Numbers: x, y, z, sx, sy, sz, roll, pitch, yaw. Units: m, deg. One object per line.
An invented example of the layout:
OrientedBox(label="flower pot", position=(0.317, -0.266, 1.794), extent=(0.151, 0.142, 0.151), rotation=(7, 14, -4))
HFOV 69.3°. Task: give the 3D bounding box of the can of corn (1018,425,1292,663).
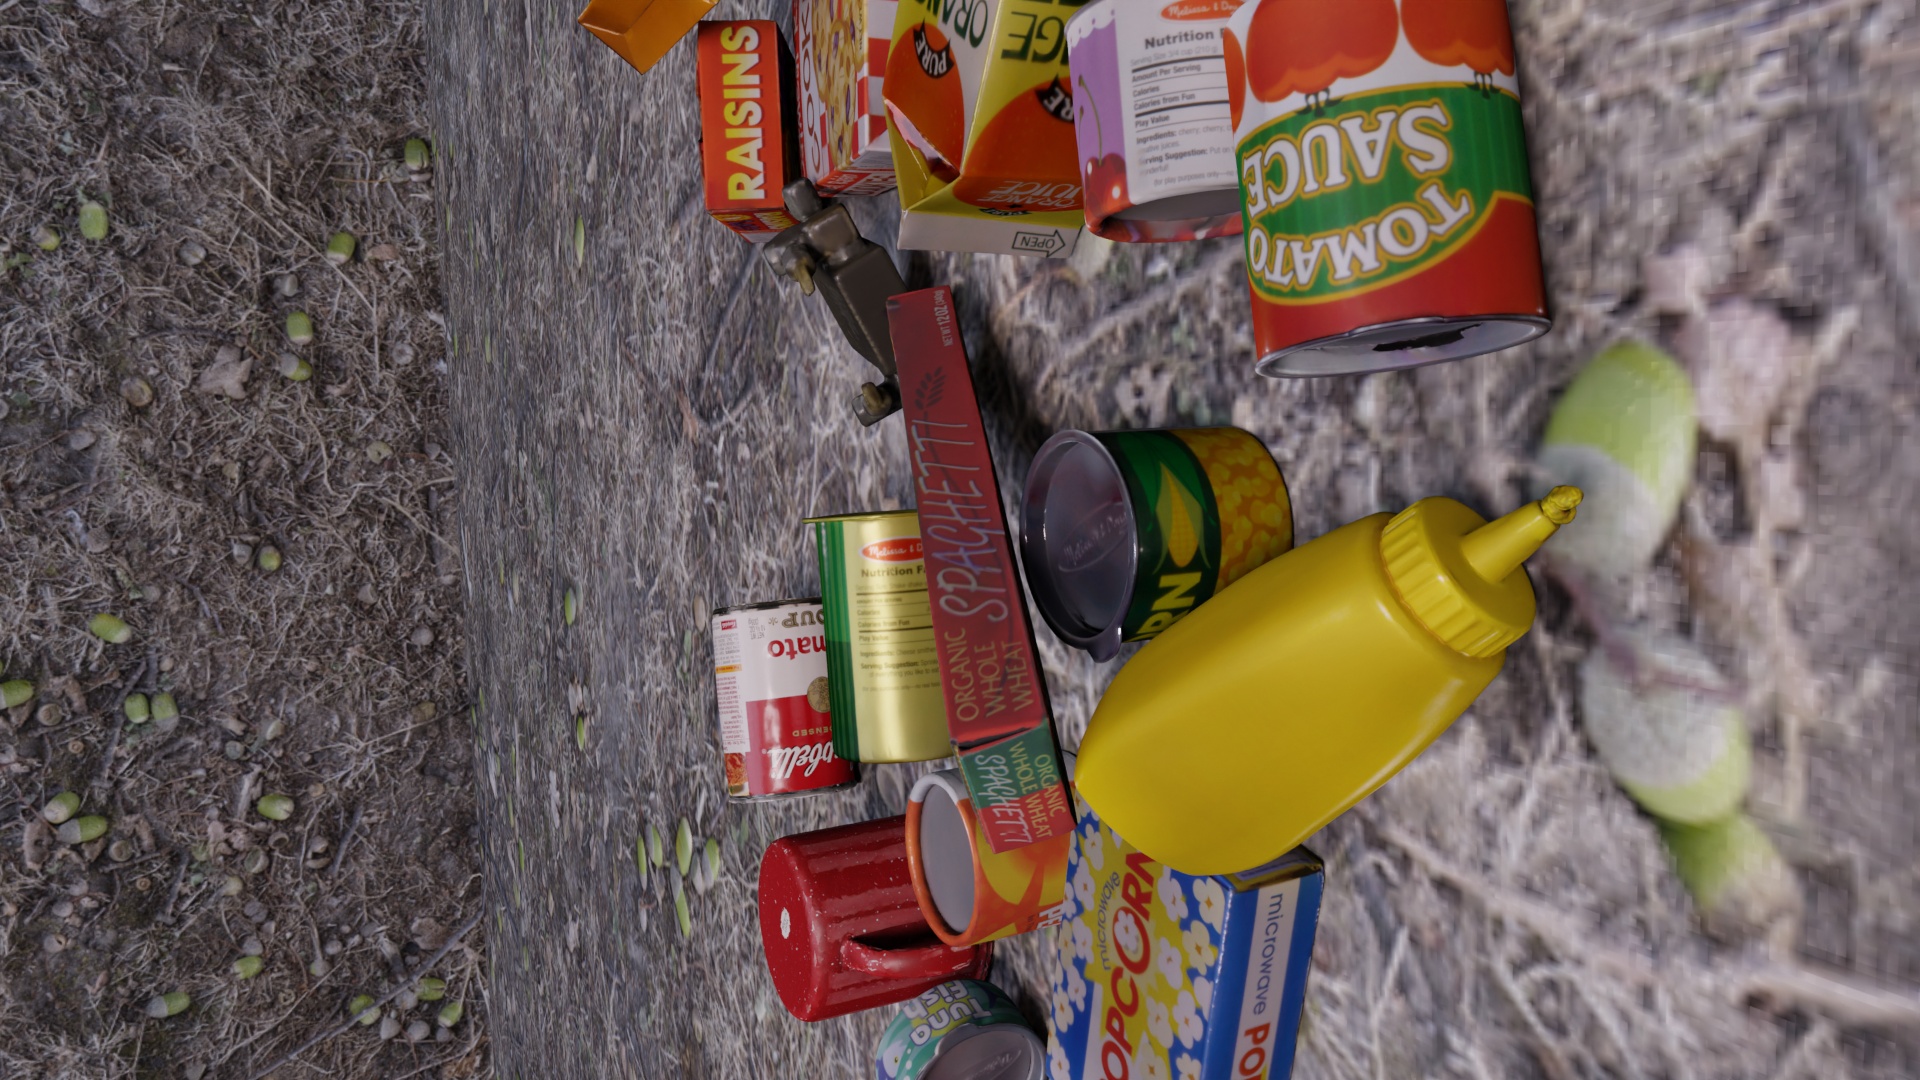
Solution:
OrientedBox(label="can of corn", position=(0.060, 0.000, 0.427), extent=(0.071, 0.058, 0.071), rotation=(17, 109, 62))

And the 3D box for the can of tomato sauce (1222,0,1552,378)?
OrientedBox(label="can of tomato sauce", position=(0.097, -0.085, 0.325), extent=(0.071, 0.071, 0.083), rotation=(-12, 83, 63))

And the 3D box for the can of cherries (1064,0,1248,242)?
OrientedBox(label="can of cherries", position=(0.065, -0.119, 0.392), extent=(0.071, 0.072, 0.058), rotation=(-8, 88, 63))

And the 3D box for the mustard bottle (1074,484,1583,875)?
OrientedBox(label="mustard bottle", position=(0.096, 0.032, 0.357), extent=(0.159, 0.065, 0.049), rotation=(-45, 11, 40))

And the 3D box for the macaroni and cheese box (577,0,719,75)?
OrientedBox(label="macaroni and cheese box", position=(-0.091, -0.291, 0.601), extent=(0.167, 0.040, 0.123), rotation=(-58, 25, -12))

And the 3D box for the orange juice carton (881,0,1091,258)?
OrientedBox(label="orange juice carton", position=(0.029, -0.180, 0.445), extent=(0.073, 0.072, 0.191), rotation=(55, 141, 45))

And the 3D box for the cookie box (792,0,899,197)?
OrientedBox(label="cookie box", position=(-0.039, -0.213, 0.577), extent=(0.167, 0.040, 0.122), rotation=(-152, 61, -73))

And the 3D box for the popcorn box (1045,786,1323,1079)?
OrientedBox(label="popcorn box", position=(0.069, 0.143, 0.454), extent=(0.085, 0.038, 0.126), rotation=(32, 122, 57))

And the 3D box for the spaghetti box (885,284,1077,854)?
OrientedBox(label="spaghetti box", position=(0.002, -0.006, 0.481), extent=(0.251, 0.029, 0.050), rotation=(-101, -5, -51))

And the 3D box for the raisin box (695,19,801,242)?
OrientedBox(label="raisin box", position=(-0.098, -0.195, 0.678), extent=(0.123, 0.040, 0.086), rotation=(-94, 2, -84))

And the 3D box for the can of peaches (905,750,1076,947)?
OrientedBox(label="can of peaches", position=(0.018, 0.119, 0.531), extent=(0.071, 0.058, 0.071), rotation=(15, 107, 62))

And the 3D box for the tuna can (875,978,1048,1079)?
OrientedBox(label="tuna can", position=(0.000, 0.215, 0.571), extent=(0.033, 0.071, 0.070), rotation=(38, 127, 56))

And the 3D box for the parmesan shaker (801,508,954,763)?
OrientedBox(label="parmesan shaker", position=(-0.029, 0.039, 0.597), extent=(0.071, 0.071, 0.103), rotation=(1, 95, 63))
